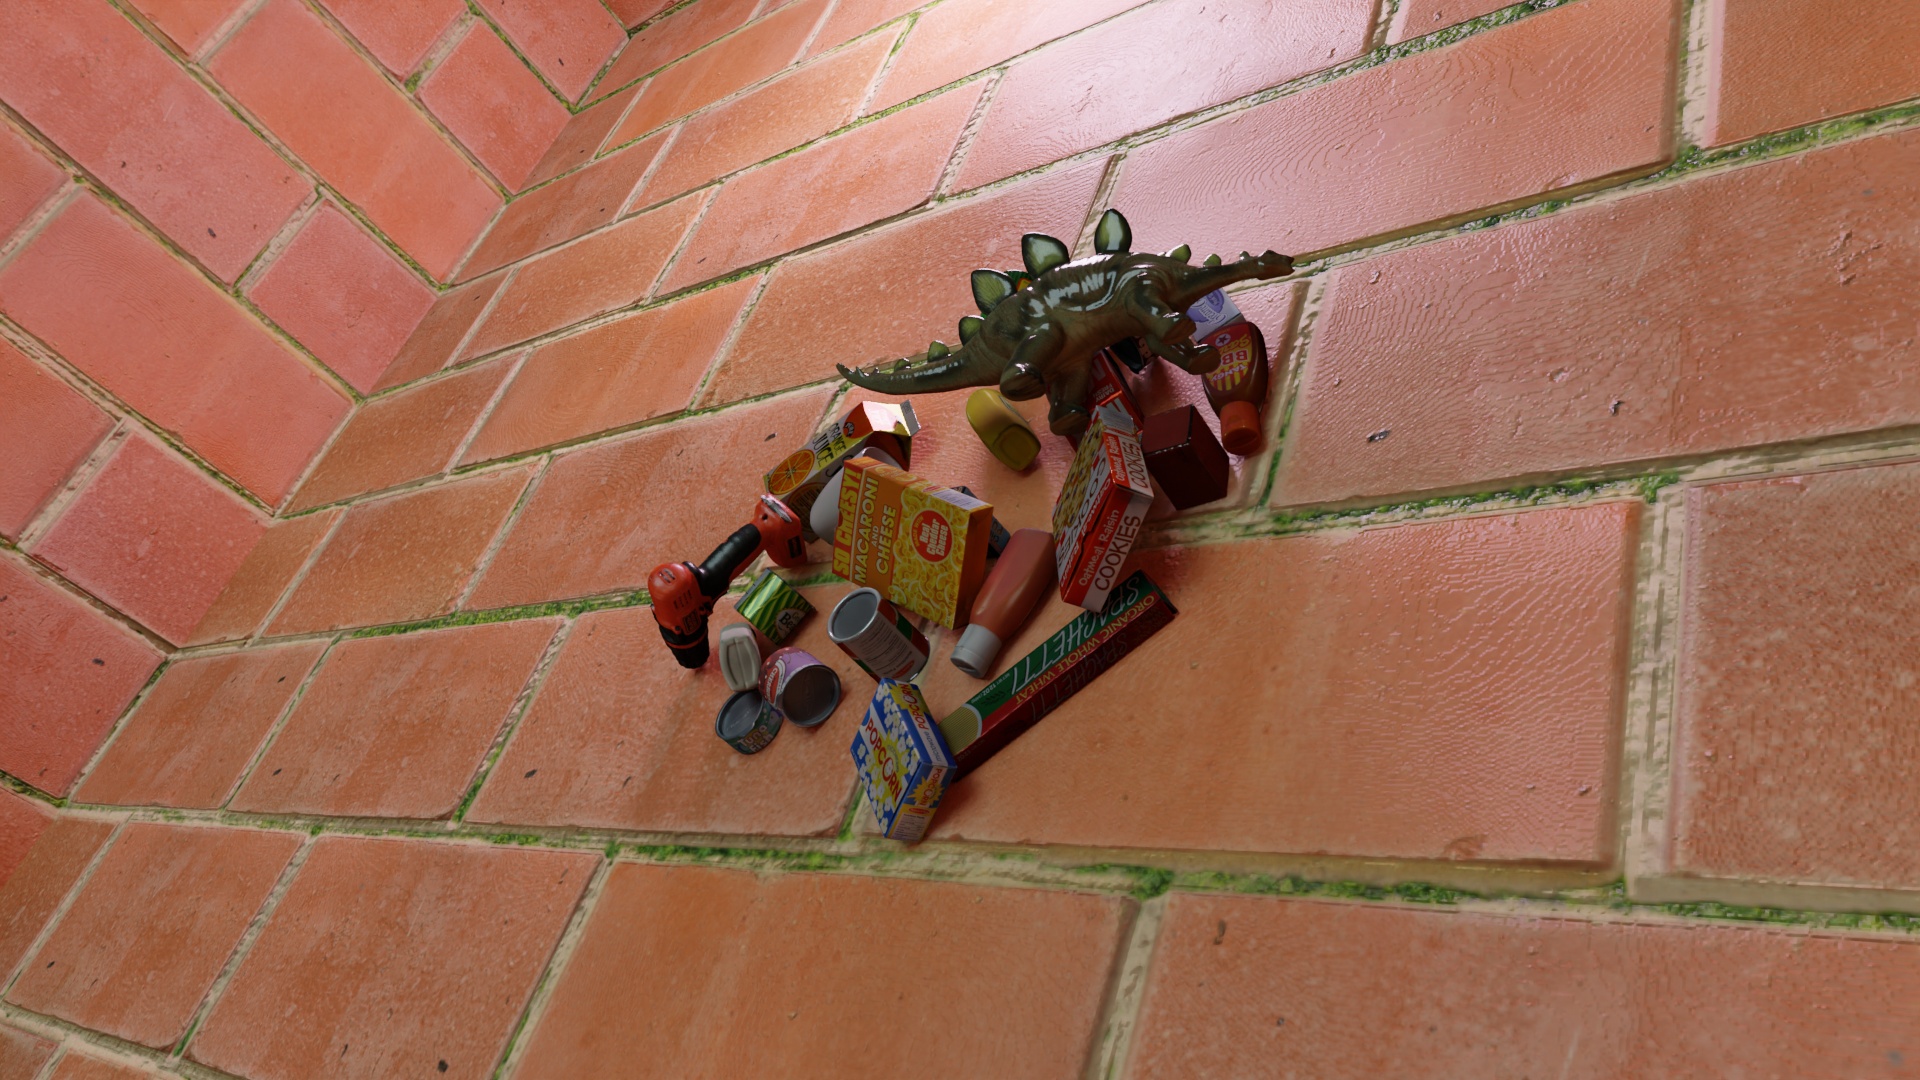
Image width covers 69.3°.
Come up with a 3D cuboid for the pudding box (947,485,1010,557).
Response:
[{"bbox_3d":[0.005,-0.017,1.390,0.049,0.083,0.030,-5,50,41],"label":"pudding box"}]

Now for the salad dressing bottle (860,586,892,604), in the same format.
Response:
[{"bbox_3d":[-0.062,0.010,1.461,0.064,0.044,0.148,9,61,39],"label":"salad dressing bottle"}]

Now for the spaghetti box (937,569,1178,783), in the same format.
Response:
[{"bbox_3d":[0.078,0.119,1.224,0.250,0.028,0.050,-38,36,7],"label":"spaghetti box"}]

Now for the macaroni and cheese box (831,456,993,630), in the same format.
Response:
[{"bbox_3d":[-0.051,0.000,1.363,0.166,0.123,0.040,23,24,34],"label":"macaroni and cheese box"}]

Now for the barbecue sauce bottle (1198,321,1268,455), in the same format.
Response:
[{"bbox_3d":[0.260,-0.142,1.310,0.064,0.043,0.149,-21,41,25],"label":"barbecue sauce bottle"}]

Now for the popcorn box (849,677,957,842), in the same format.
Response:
[{"bbox_3d":[-0.053,0.194,1.234,0.085,0.038,0.127,-66,29,22],"label":"popcorn box"}]

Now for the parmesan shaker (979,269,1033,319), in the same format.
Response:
[{"bbox_3d":[0.054,-0.257,1.606,0.071,0.071,0.103,-12,45,37],"label":"parmesan shaker"}]

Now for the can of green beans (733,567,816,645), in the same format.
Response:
[{"bbox_3d":[-0.205,0.072,1.515,0.058,0.071,0.071,-50,35,-8],"label":"can of green beans"}]

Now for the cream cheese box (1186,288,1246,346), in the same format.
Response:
[{"bbox_3d":[0.255,-0.235,1.429,0.053,0.024,0.104,-34,36,13],"label":"cream cheese box"}]

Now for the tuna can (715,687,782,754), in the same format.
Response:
[{"bbox_3d":[-0.217,0.187,1.435,0.071,0.032,0.071,-26,38,23],"label":"tuna can"}]

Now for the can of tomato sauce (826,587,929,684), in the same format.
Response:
[{"bbox_3d":[-0.081,0.094,1.357,0.071,0.083,0.071,-26,39,23],"label":"can of tomato sauce"}]

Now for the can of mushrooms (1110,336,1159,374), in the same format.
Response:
[{"bbox_3d":[0.180,-0.209,1.440,0.033,0.070,0.071,-38,34,-11],"label":"can of mushrooms"}]

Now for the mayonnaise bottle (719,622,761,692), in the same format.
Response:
[{"bbox_3d":[-0.233,0.116,1.472,0.041,0.064,0.148,-13,8,-7],"label":"mayonnaise bottle"}]

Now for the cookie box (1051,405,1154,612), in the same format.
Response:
[{"bbox_3d":[0.123,-0.031,1.246,0.168,0.040,0.122,-90,19,-61],"label":"cookie box"}]

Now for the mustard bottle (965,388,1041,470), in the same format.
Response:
[{"bbox_3d":[0.037,-0.130,1.498,0.049,0.065,0.161,-43,31,7],"label":"mustard bottle"}]

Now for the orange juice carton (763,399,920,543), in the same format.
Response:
[{"bbox_3d":[-0.129,-0.090,1.607,0.192,0.073,0.072,-36,35,9],"label":"orange juice carton"}]

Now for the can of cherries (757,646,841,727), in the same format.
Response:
[{"bbox_3d":[-0.164,0.146,1.394,0.071,0.071,0.058,-50,35,-10],"label":"can of cherries"}]

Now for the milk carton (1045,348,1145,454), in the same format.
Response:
[{"bbox_3d":[0.136,-0.136,1.398,0.072,0.073,0.191,-33,36,14],"label":"milk carton"}]

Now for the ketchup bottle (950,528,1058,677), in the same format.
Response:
[{"bbox_3d":[0.041,0.058,1.310,0.064,0.043,0.149,1,54,54],"label":"ketchup bottle"}]
